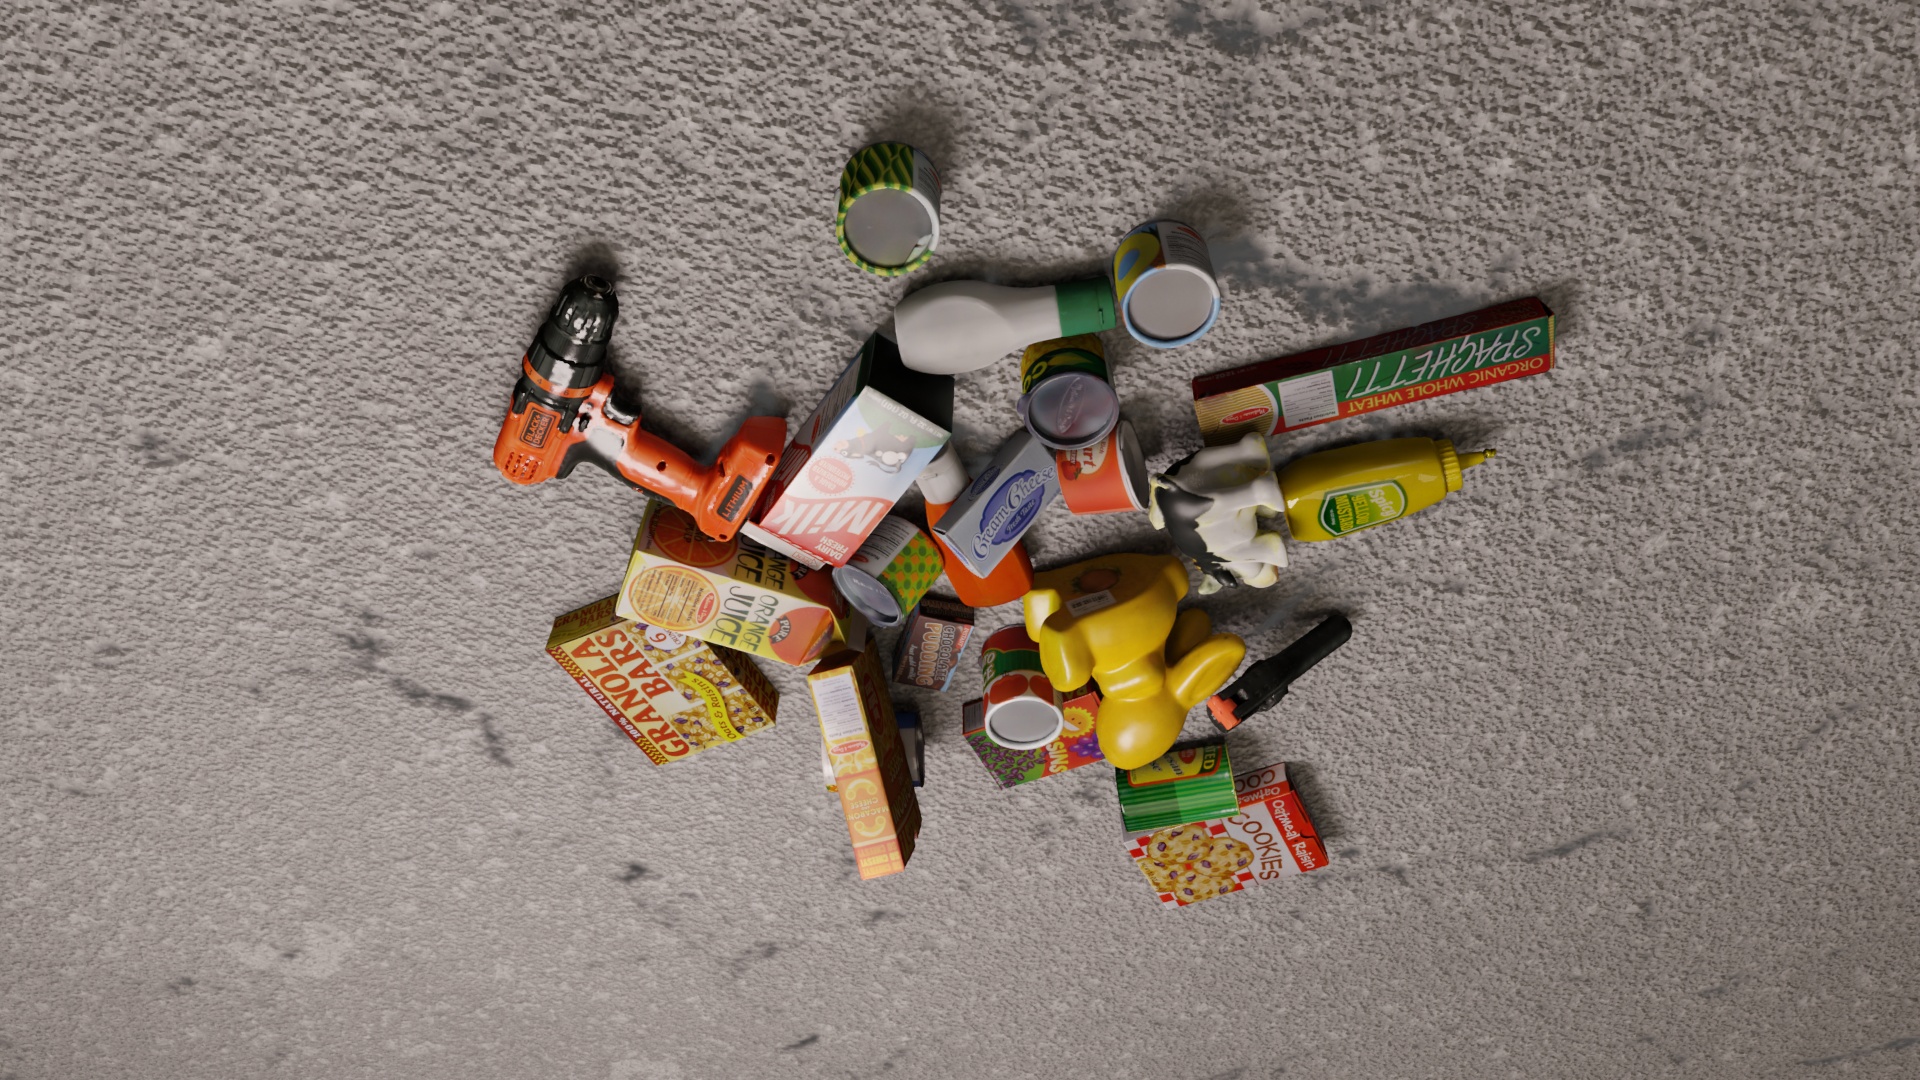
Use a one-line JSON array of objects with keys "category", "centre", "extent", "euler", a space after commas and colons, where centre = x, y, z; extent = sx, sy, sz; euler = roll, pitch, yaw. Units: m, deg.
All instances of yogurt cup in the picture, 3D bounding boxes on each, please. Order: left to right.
[{"category": "yogurt cup", "centre": [0.104, -0.050, 1.024], "extent": [0.054, 0.073, 0.072], "euler": [-12, 130, 20]}]

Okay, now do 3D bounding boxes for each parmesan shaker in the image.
[{"category": "parmesan shaker", "centre": [0.196, 0.225, 1.253], "extent": [0.103, 0.072, 0.071], "euler": [-11, 130, 9]}]

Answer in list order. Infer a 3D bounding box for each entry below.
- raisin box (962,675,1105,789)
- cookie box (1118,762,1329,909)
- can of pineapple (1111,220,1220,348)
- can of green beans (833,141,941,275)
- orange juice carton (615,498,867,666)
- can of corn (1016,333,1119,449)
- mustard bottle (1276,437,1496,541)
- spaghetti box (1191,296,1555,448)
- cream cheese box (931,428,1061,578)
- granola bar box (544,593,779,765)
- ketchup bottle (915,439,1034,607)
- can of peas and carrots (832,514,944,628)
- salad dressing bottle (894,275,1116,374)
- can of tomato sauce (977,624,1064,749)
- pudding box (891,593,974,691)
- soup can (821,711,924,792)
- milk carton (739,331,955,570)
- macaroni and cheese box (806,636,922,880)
[{"category": "raisin box", "centre": [0.074, 0.165, 1.222], "extent": [0.123, 0.040, 0.085], "euler": [-20, 127, 14]}, {"category": "cookie box", "centre": [0.253, 0.286, 1.326], "extent": [0.167, 0.040, 0.122], "euler": [-20, 128, 16]}, {"category": "can of pineapple", "centre": [0.136, -0.169, 0.926], "extent": [0.071, 0.058, 0.070], "euler": [-1, 131, -1]}, {"category": "can of green beans", "centre": [-0.045, -0.211, 0.886], "extent": [0.071, 0.058, 0.071], "euler": [0, 130, 0]}, {"category": "orange juice carton", "centre": [-0.163, 0.037, 1.086], "extent": [0.193, 0.072, 0.072], "euler": [17, 128, -15]}, {"category": "can of corn", "centre": [0.073, -0.108, 0.976], "extent": [0.071, 0.058, 0.070], "euler": [-1, 131, -1]}, {"category": "mustard bottle", "centre": [0.321, -0.046, 1.040], "extent": [0.160, 0.049, 0.065], "euler": [-16, 132, 12]}, {"category": "spaghetti box", "centre": [0.292, -0.118, 0.991], "extent": [0.250, 0.029, 0.050], "euler": [-13, 129, 10]}, {"category": "cream cheese box", "centre": [0.031, -0.027, 1.029], "extent": [0.104, 0.024, 0.053], "euler": [-48, 124, -12]}, {"category": "granola bar box", "centre": [-0.248, 0.113, 1.171], "extent": [0.124, 0.039, 0.165], "euler": [-20, 128, 16]}, {"category": "ketchup bottle", "centre": [0.004, -0.013, 1.065], "extent": [0.064, 0.044, 0.148], "euler": [-13, 130, 19]}, {"category": "can of peas and carrots", "centre": [-0.054, 0.025, 1.070], "extent": [0.071, 0.059, 0.070], "euler": [30, 151, 19]}, {"category": "salad dressing bottle", "centre": [0.031, -0.151, 0.949], "extent": [0.148, 0.044, 0.064], "euler": [-8, 128, 4]}, {"category": "can of tomato sauce", "centre": [0.049, 0.122, 1.155], "extent": [0.071, 0.083, 0.070], "euler": [0, 130, 0]}, {"category": "pudding box", "centre": [-0.023, 0.085, 1.158], "extent": [0.050, 0.030, 0.083], "euler": [13, 129, -13]}, {"category": "soup can", "centre": [-0.075, 0.186, 1.221], "extent": [0.084, 0.072, 0.071], "euler": [-4, 130, 3]}, {"category": "milk carton", "centre": [-0.085, -0.051, 1.011], "extent": [0.072, 0.074, 0.189], "euler": [29, 124, -20]}, {"category": "macaroni and cheese box", "centre": [-0.074, 0.171, 1.120], "extent": [0.040, 0.124, 0.166], "euler": [-14, 95, 6]}]
